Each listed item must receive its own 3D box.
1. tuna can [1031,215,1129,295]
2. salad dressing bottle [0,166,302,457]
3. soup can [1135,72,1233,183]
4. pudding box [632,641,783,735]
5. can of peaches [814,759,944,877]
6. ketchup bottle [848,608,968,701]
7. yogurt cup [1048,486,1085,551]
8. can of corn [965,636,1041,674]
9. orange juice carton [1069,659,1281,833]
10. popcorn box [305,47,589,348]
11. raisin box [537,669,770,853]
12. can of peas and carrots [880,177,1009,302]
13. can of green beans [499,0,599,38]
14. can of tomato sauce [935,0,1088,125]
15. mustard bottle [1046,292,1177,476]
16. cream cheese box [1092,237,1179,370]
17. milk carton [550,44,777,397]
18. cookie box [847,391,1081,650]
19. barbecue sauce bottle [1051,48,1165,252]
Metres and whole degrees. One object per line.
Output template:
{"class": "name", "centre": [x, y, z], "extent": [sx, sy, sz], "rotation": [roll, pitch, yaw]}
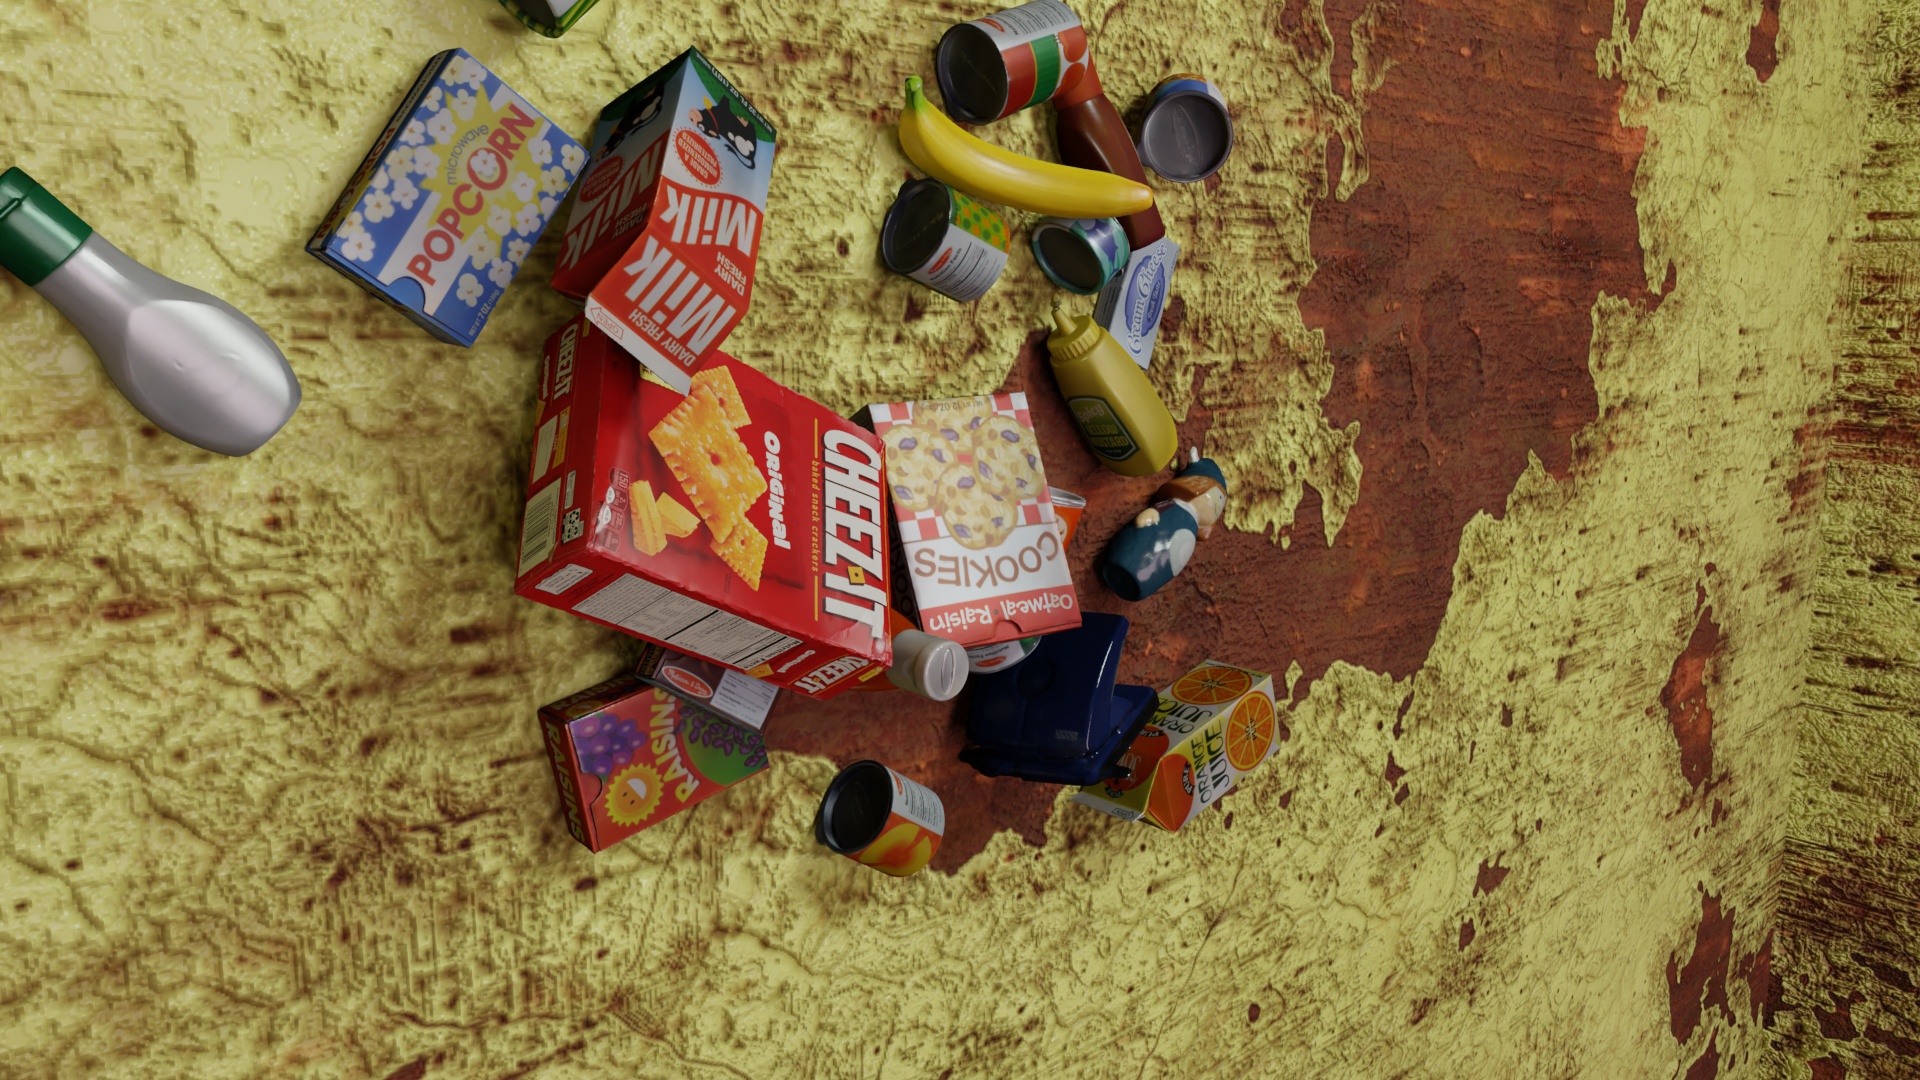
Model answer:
{"class": "tuna can", "centre": [0.087, -0.210, 1.003], "extent": [0.033, 0.071, 0.071], "rotation": [-48, 126, -23]}
{"class": "salad dressing bottle", "centre": [-0.370, -0.101, 0.624], "extent": [0.064, 0.044, 0.147], "rotation": [-54, 127, -18]}
{"class": "soup can", "centre": [0.165, -0.308, 1.035], "extent": [0.084, 0.071, 0.071], "rotation": [-76, 152, -62]}
{"class": "pudding box", "centre": [-0.144, 0.075, 0.817], "extent": [0.083, 0.030, 0.050], "rotation": [35, 69, -35]}
{"class": "can of peaches", "centre": [-0.055, 0.192, 0.949], "extent": [0.058, 0.071, 0.071], "rotation": [35, 74, -41]}
{"class": "ketchup bottle", "centre": [-0.057, 0.066, 0.866], "extent": [0.043, 0.149, 0.064], "rotation": [-3, 100, -43]}
{"class": "yogurt cup", "centre": [0.052, -0.012, 1.010], "extent": [0.072, 0.072, 0.054], "rotation": [6, 102, -43]}
{"class": "can of corn", "centre": [0.017, 0.050, 0.989], "extent": [0.071, 0.071, 0.058], "rotation": [-42, 123, -29]}
{"class": "orange juice carton", "centre": [0.179, 0.177, 1.153], "extent": [0.193, 0.072, 0.072], "rotation": [-28, 115, -36]}
{"class": "popcorn box", "centre": [-0.261, -0.175, 0.713], "extent": [0.085, 0.038, 0.127], "rotation": [38, 72, -41]}
{"class": "raisin box", "centre": [-0.182, 0.121, 0.837], "extent": [0.124, 0.040, 0.085], "rotation": [-22, 113, -37]}
{"class": "can of peas and carrots", "centre": [-0.011, -0.199, 0.919], "extent": [0.059, 0.071, 0.071], "rotation": [18, 86, -43]}
{"class": "can of green beans", "centre": [-0.210, -0.303, 0.714], "extent": [0.058, 0.071, 0.071], "rotation": [-50, 127, -16]}
{"class": "can of tomato sauce", "centre": [0.035, -0.322, 0.937], "extent": [0.083, 0.071, 0.071], "rotation": [-32, 118, -35]}
{"class": "mustard bottle", "centre": [0.104, -0.118, 1.040], "extent": [0.049, 0.065, 0.159], "rotation": [-53, 122, -28]}
{"class": "cream cheese box", "centre": [0.134, -0.189, 1.078], "extent": [0.053, 0.024, 0.104], "rotation": [18, 85, -41]}
{"class": "milk carton", "centre": [-0.154, -0.163, 0.727], "extent": [0.072, 0.073, 0.191], "rotation": [40, 38, -40]}
{"class": "cookie box", "centre": [0.003, -0.012, 0.924], "extent": [0.123, 0.040, 0.167], "rotation": [-8, 79, -31]}
{"class": "barbecue sauce bottle", "centre": [0.099, -0.282, 1.007], "extent": [0.044, 0.065, 0.148], "rotation": [-30, 108, -24]}
